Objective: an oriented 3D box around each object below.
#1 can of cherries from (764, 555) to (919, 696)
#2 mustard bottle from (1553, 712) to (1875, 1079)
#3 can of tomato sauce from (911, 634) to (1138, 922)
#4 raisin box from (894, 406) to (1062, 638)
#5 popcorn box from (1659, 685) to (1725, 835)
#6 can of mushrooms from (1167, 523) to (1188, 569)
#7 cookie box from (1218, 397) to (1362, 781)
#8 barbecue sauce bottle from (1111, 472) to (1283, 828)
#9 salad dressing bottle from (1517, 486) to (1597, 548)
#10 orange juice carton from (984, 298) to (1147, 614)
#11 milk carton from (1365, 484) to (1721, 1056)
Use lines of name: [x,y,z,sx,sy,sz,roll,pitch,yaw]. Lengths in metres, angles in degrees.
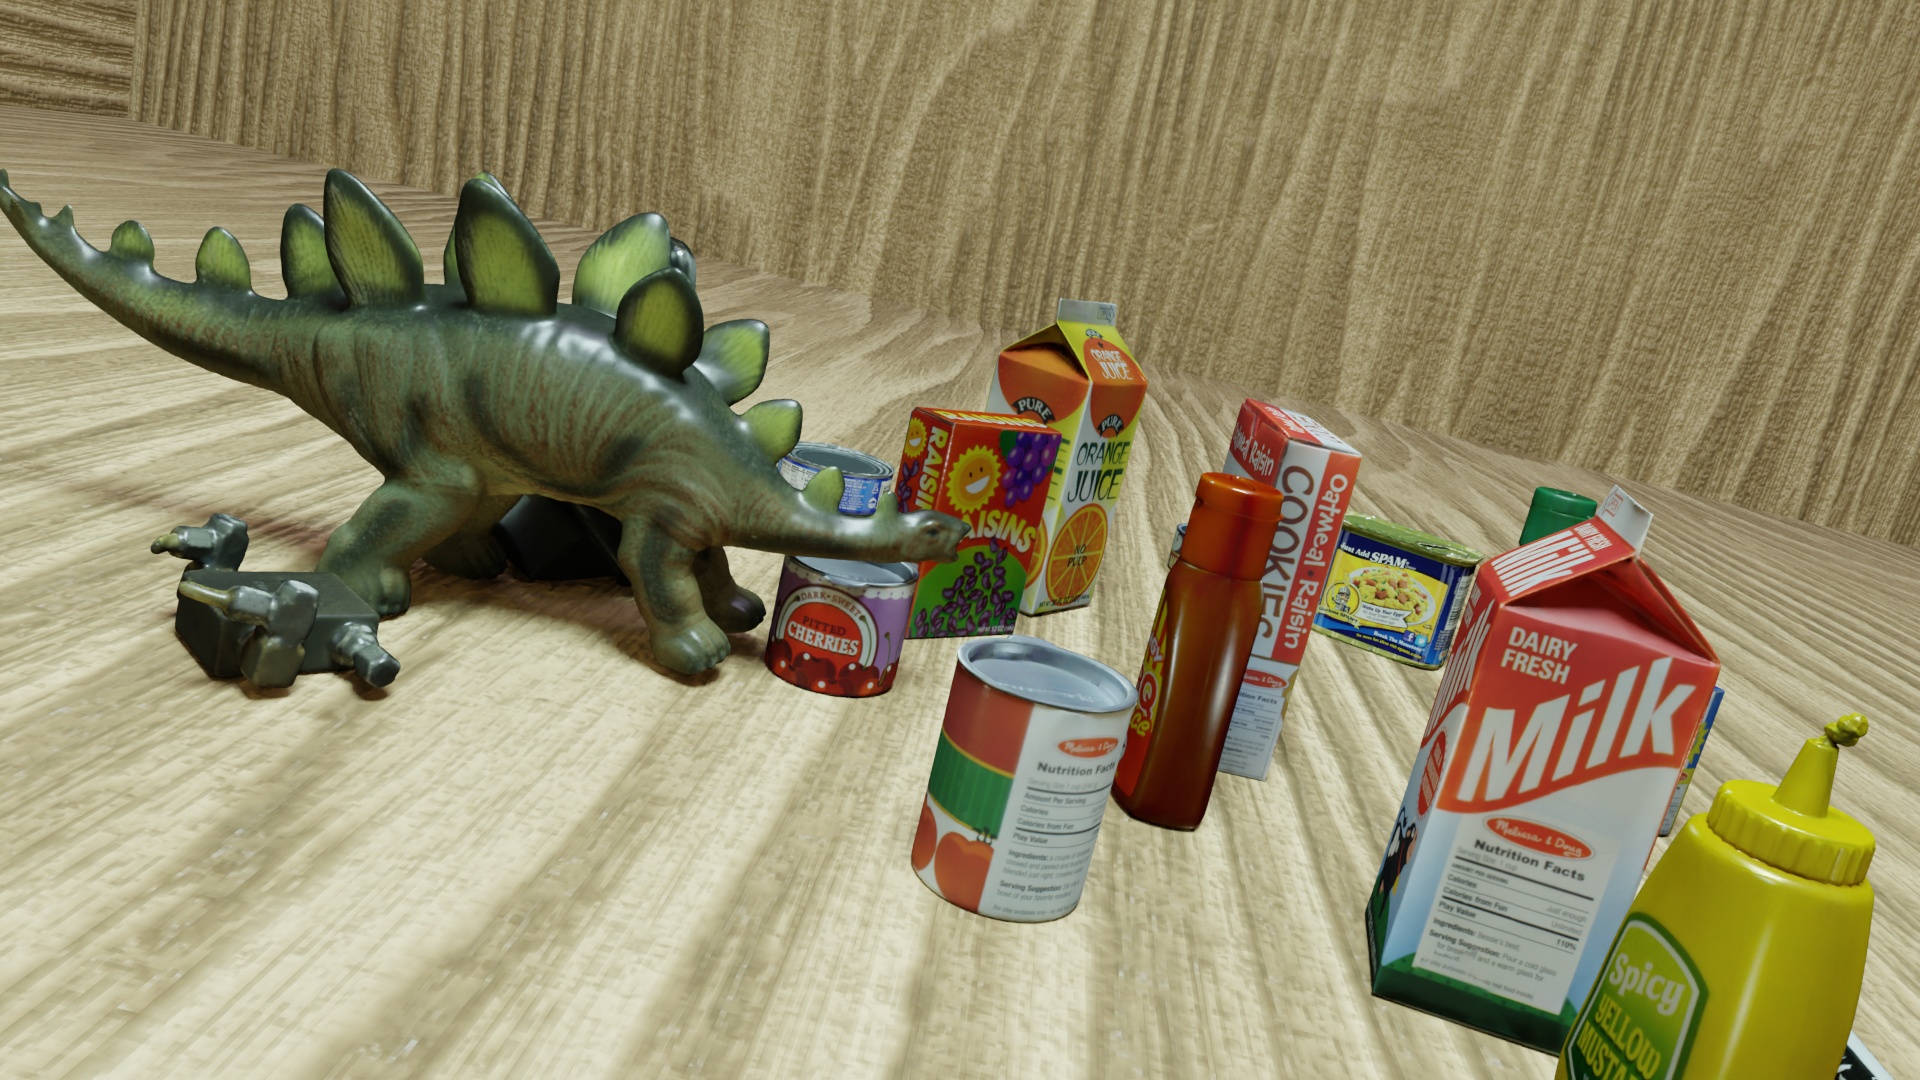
can of cherries: [-0.059,0.037,0.672,0.071,0.058,0.071,13,14,-3]
mustard bottle: [0.218,0.120,0.393,0.049,0.159,0.065,11,13,-9]
can of tomato sauce: [0.021,0.085,0.507,0.071,0.083,0.071,13,13,-3]
raisin box: [0.003,-0.010,0.781,0.086,0.123,0.040,1,18,-41]
popcorn box: [0.346,0.095,0.768,0.038,0.085,0.127,8,15,-24]
can of mushrooms: [0.192,0.012,1.062,0.071,0.033,0.071,13,14,-3]
cookie box: [0.149,0.019,0.712,0.040,0.167,0.123,13,13,-2]
barbecue sauce bottle: [0.103,0.046,0.603,0.044,0.148,0.065,13,13,-3]
salad dressing bottle: [0.351,0.041,0.856,0.064,0.147,0.044,0,19,-45]
orange juice carton: [0.058,-0.056,0.873,0.073,0.192,0.072,22,16,33]
milk carton: [0.209,0.075,0.498,0.073,0.190,0.072,16,13,11]
